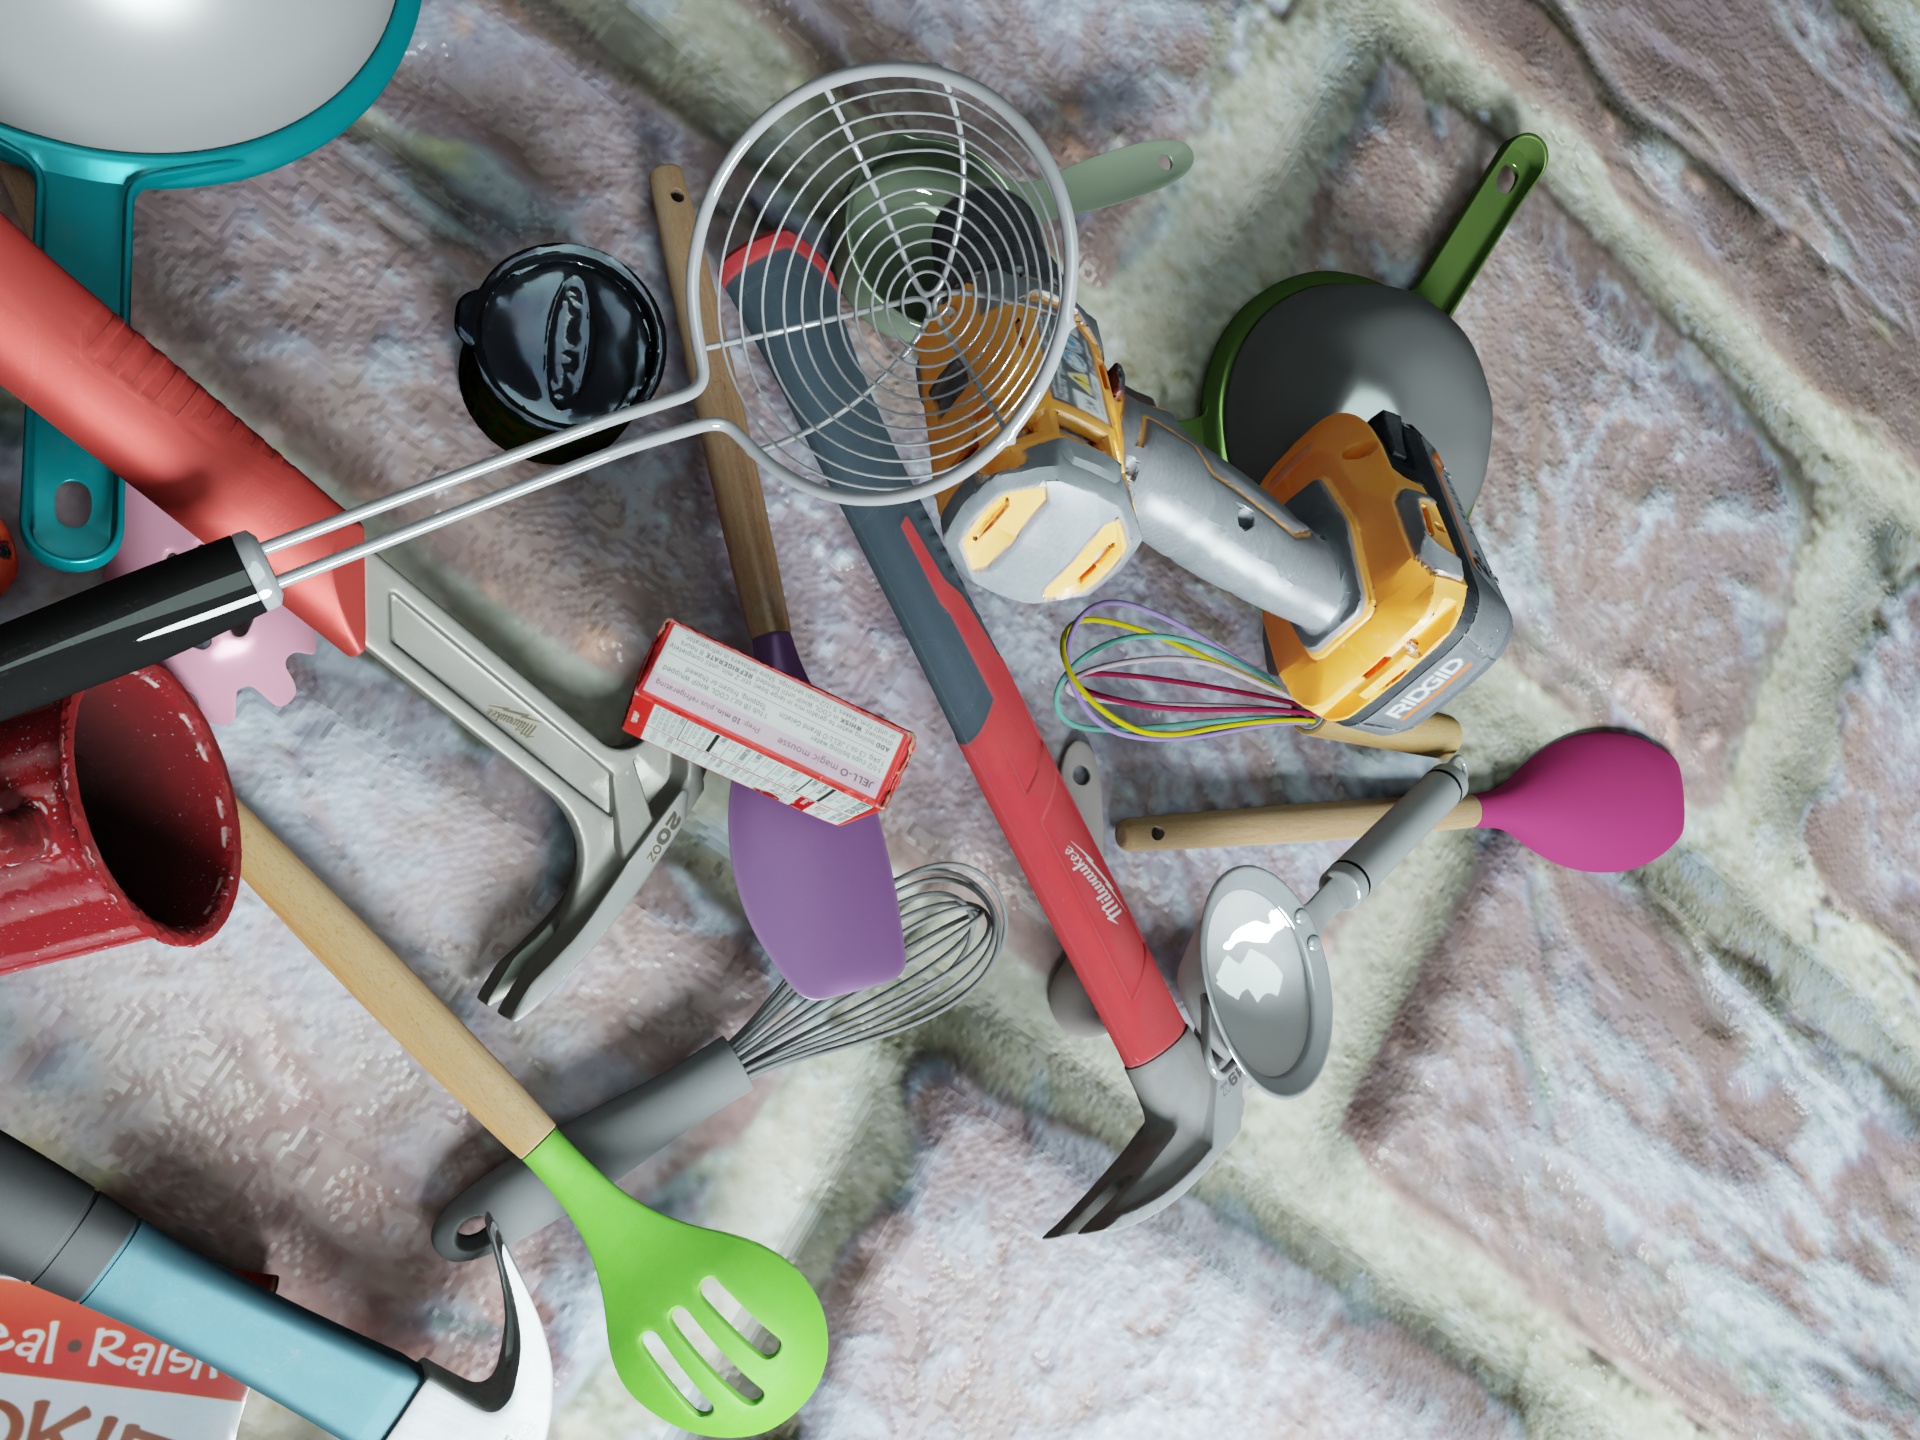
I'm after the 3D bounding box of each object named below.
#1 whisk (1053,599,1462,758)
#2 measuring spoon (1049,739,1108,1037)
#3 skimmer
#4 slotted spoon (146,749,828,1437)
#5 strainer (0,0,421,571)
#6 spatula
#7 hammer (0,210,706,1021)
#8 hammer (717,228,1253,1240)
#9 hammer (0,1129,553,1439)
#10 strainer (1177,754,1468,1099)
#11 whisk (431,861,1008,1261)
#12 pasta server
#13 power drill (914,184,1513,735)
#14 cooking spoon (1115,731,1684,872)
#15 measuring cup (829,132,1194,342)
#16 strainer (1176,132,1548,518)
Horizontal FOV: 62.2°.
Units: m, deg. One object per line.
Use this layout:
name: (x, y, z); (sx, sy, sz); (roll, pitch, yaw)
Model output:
whisk: (0.130, -0.003, 0.655); (0.244, 0.047, 0.051); (9, 113, -39)
measuring spoon: (0.054, 0.070, 0.659); (0.034, 0.018, 0.124); (-1, 87, -22)
skimmer: (-0.139, -0.074, 0.437); (0.363, 0.090, 0.127); (-25, 85, -16)
slotted spoon: (-0.162, 0.126, 0.538); (0.070, 0.031, 0.314); (-43, 92, -1)
strainer: (-0.262, -0.220, 0.480); (0.211, 0.095, 0.340); (2, 80, -30)
spatula: (-0.077, -0.055, 0.584); (0.059, 0.018, 0.316); (-10, 83, -27)
hammer: (-0.219, -0.056, 0.483); (0.358, 0.037, 0.149); (46, 68, -35)
hammer: (-0.001, -0.002, 0.599); (0.143, 0.038, 0.386); (-30, 93, -48)
hammer: (-0.263, 0.152, 0.465); (0.330, 0.033, 0.128); (40, 75, -21)
strainer: (0.149, 0.072, 0.638); (0.258, 0.050, 0.087); (-32, 100, -43)
whisk: (-0.085, 0.125, 0.586); (0.239, 0.055, 0.055); (-30, 99, -16)
pasta server: (-0.295, -0.150, 0.526); (0.060, 0.040, 0.316); (-23, 92, -22)
power drill: (0.083, -0.101, 0.589); (0.226, 0.084, 0.186); (19, 44, -29)
cooking spoon: (0.213, 0.043, 0.725); (0.318, 0.017, 0.069); (-2, 87, -23)
measuring cup: (0.022, -0.206, 0.651); (0.167, 0.038, 0.083); (-25, 97, -23)
strainer: (0.213, -0.173, 0.708); (0.151, 0.069, 0.256); (38, 76, -16)
